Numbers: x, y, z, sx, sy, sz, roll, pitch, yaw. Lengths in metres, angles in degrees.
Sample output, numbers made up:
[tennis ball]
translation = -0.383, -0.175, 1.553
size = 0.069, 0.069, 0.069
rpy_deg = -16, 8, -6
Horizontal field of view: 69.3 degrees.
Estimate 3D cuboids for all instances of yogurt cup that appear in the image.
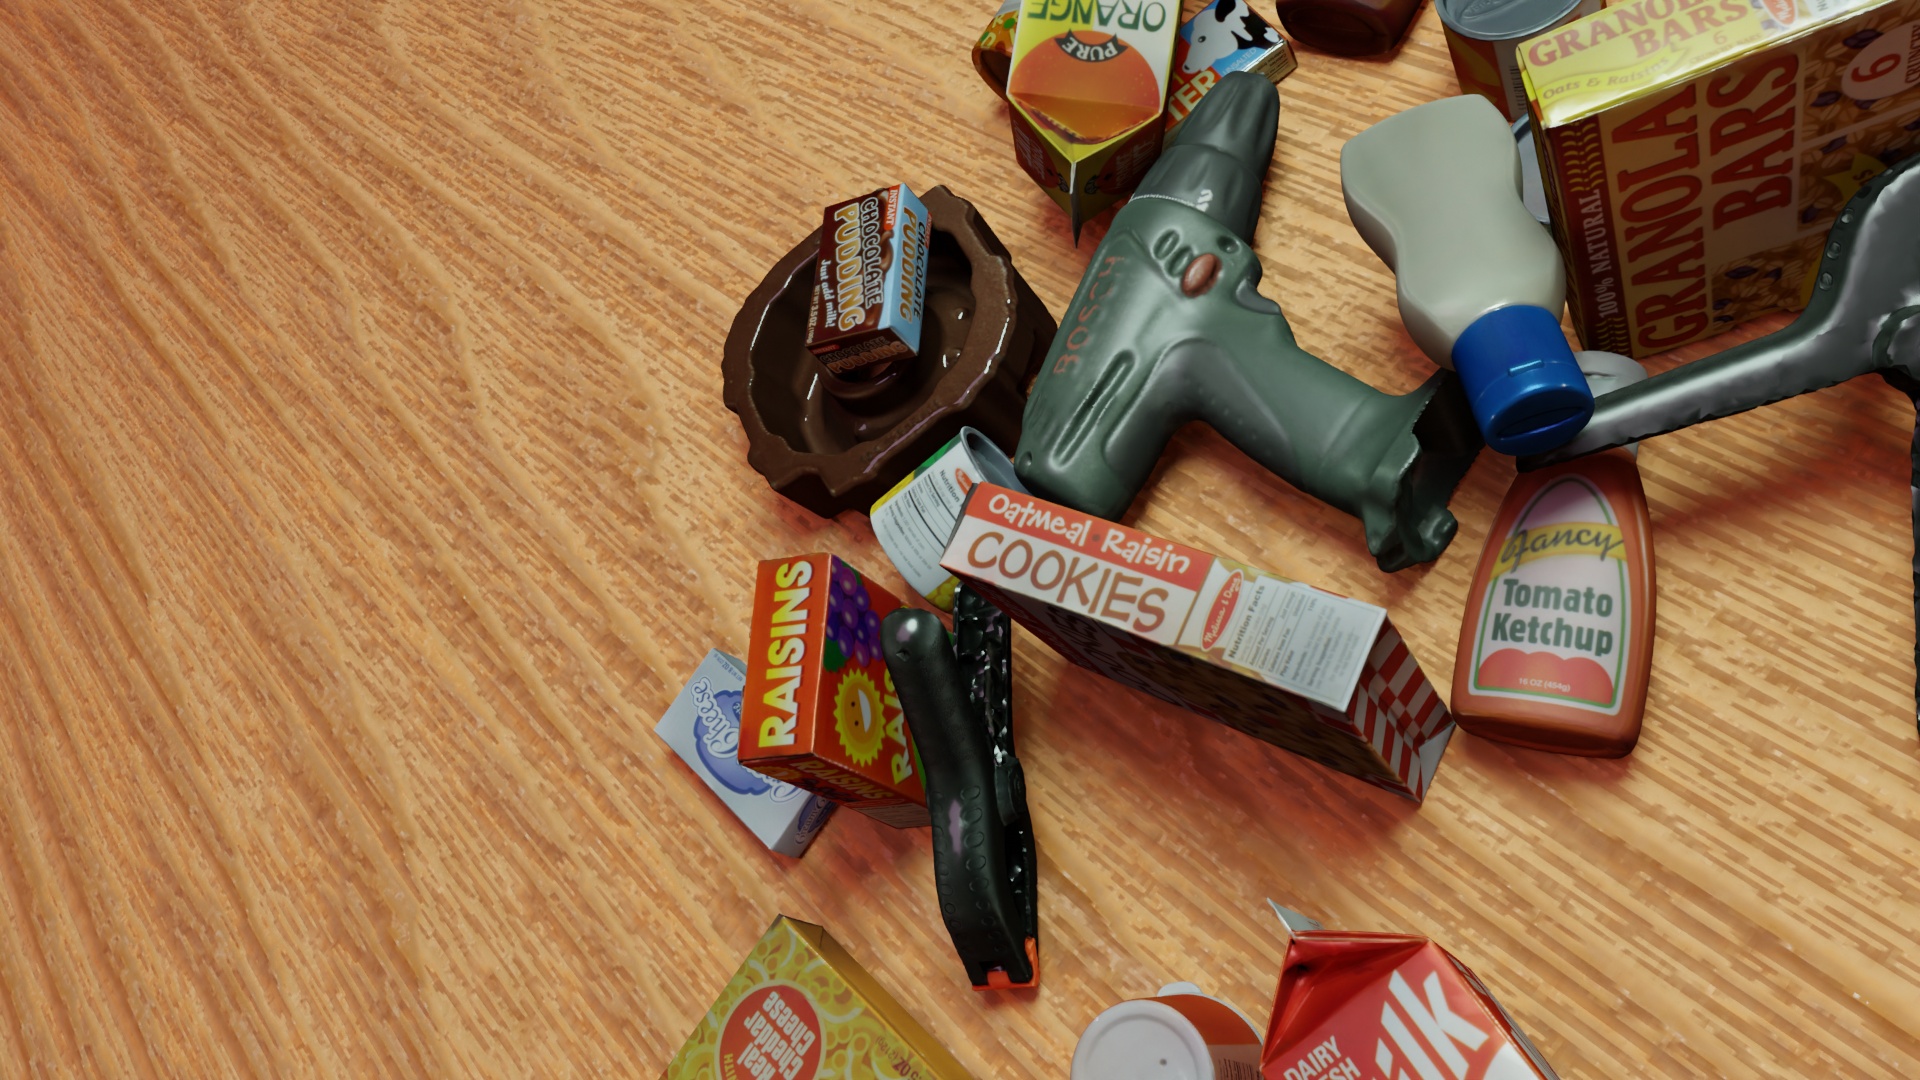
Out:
[yogurt cup]
translation = 0.075, 0.197, 0.503
size = 0.072, 0.054, 0.072
rpy_deg = -12, 63, 25

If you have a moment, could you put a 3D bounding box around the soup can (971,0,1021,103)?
[soup can]
translation = 0.052, -0.273, 0.731
size = 0.071, 0.071, 0.084
rpy_deg = 30, 85, 36

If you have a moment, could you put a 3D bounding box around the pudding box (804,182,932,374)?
[pudding box]
translation = -0.043, -0.126, 0.672
size = 0.049, 0.030, 0.084
rpy_deg = -8, 63, 28

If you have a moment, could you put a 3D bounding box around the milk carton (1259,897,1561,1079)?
[milk carton]
translation = 0.164, 0.197, 0.442
size = 0.073, 0.072, 0.191
rpy_deg = -40, 55, 8

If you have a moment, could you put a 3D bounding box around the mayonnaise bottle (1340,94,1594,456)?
[mayonnaise bottle]
translation = 0.183, -0.097, 0.499
size = 0.064, 0.041, 0.149
rpy_deg = -17, 52, 15

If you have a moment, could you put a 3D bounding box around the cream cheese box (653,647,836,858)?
[cream cheese box]
translation = -0.099, 0.101, 0.668
size = 0.104, 0.024, 0.053
rpy_deg = 34, 88, 37

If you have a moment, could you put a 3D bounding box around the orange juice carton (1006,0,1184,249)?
[orange juice carton]
translation = 0.067, -0.241, 0.656
size = 0.073, 0.071, 0.193
rpy_deg = 8, 83, 6

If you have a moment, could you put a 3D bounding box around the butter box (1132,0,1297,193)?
[butter box]
translation = 0.112, -0.227, 0.704
size = 0.103, 0.024, 0.053
rpy_deg = -37, 55, 10

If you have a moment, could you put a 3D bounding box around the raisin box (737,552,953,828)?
[raisin box]
translation = -0.041, 0.067, 0.589
size = 0.040, 0.123, 0.086
rpy_deg = -9, 64, 26

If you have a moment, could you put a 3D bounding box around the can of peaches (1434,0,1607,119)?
[can of peaches]
translation = 0.246, -0.229, 0.607
size = 0.071, 0.058, 0.071
rpy_deg = -13, 61, 25

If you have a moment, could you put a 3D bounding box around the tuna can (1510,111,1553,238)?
[tuna can]
translation = 0.256, -0.150, 0.578
size = 0.071, 0.032, 0.071
rpy_deg = -13, 62, 25

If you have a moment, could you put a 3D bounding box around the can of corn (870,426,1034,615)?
[can of corn]
translation = 0.002, -0.008, 0.636
size = 0.058, 0.071, 0.071
rpy_deg = -39, 54, 15

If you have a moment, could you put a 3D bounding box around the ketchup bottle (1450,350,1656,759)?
[ketchup bottle]
translation = 0.226, 0.003, 0.516
size = 0.065, 0.043, 0.149
rpy_deg = 7, 71, 28

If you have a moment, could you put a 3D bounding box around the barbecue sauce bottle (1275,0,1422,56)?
[barbecue sauce bottle]
translation = 0.213, -0.308, 0.673
size = 0.065, 0.043, 0.148
rpy_deg = 24, 80, 36

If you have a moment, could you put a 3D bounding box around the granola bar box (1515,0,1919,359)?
[granola bar box]
translation = 0.269, -0.129, 0.479
size = 0.124, 0.165, 0.039
rpy_deg = -18, 61, 22

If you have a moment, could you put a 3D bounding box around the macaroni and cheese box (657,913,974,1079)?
[macaroni and cheese box]
translation = -0.077, 0.261, 0.569
size = 0.124, 0.040, 0.166
rpy_deg = 34, 86, 37

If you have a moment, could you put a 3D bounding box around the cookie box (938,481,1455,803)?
[cookie box]
translation = 0.090, 0.037, 0.528
size = 0.167, 0.122, 0.040
rpy_deg = 20, 78, 35
